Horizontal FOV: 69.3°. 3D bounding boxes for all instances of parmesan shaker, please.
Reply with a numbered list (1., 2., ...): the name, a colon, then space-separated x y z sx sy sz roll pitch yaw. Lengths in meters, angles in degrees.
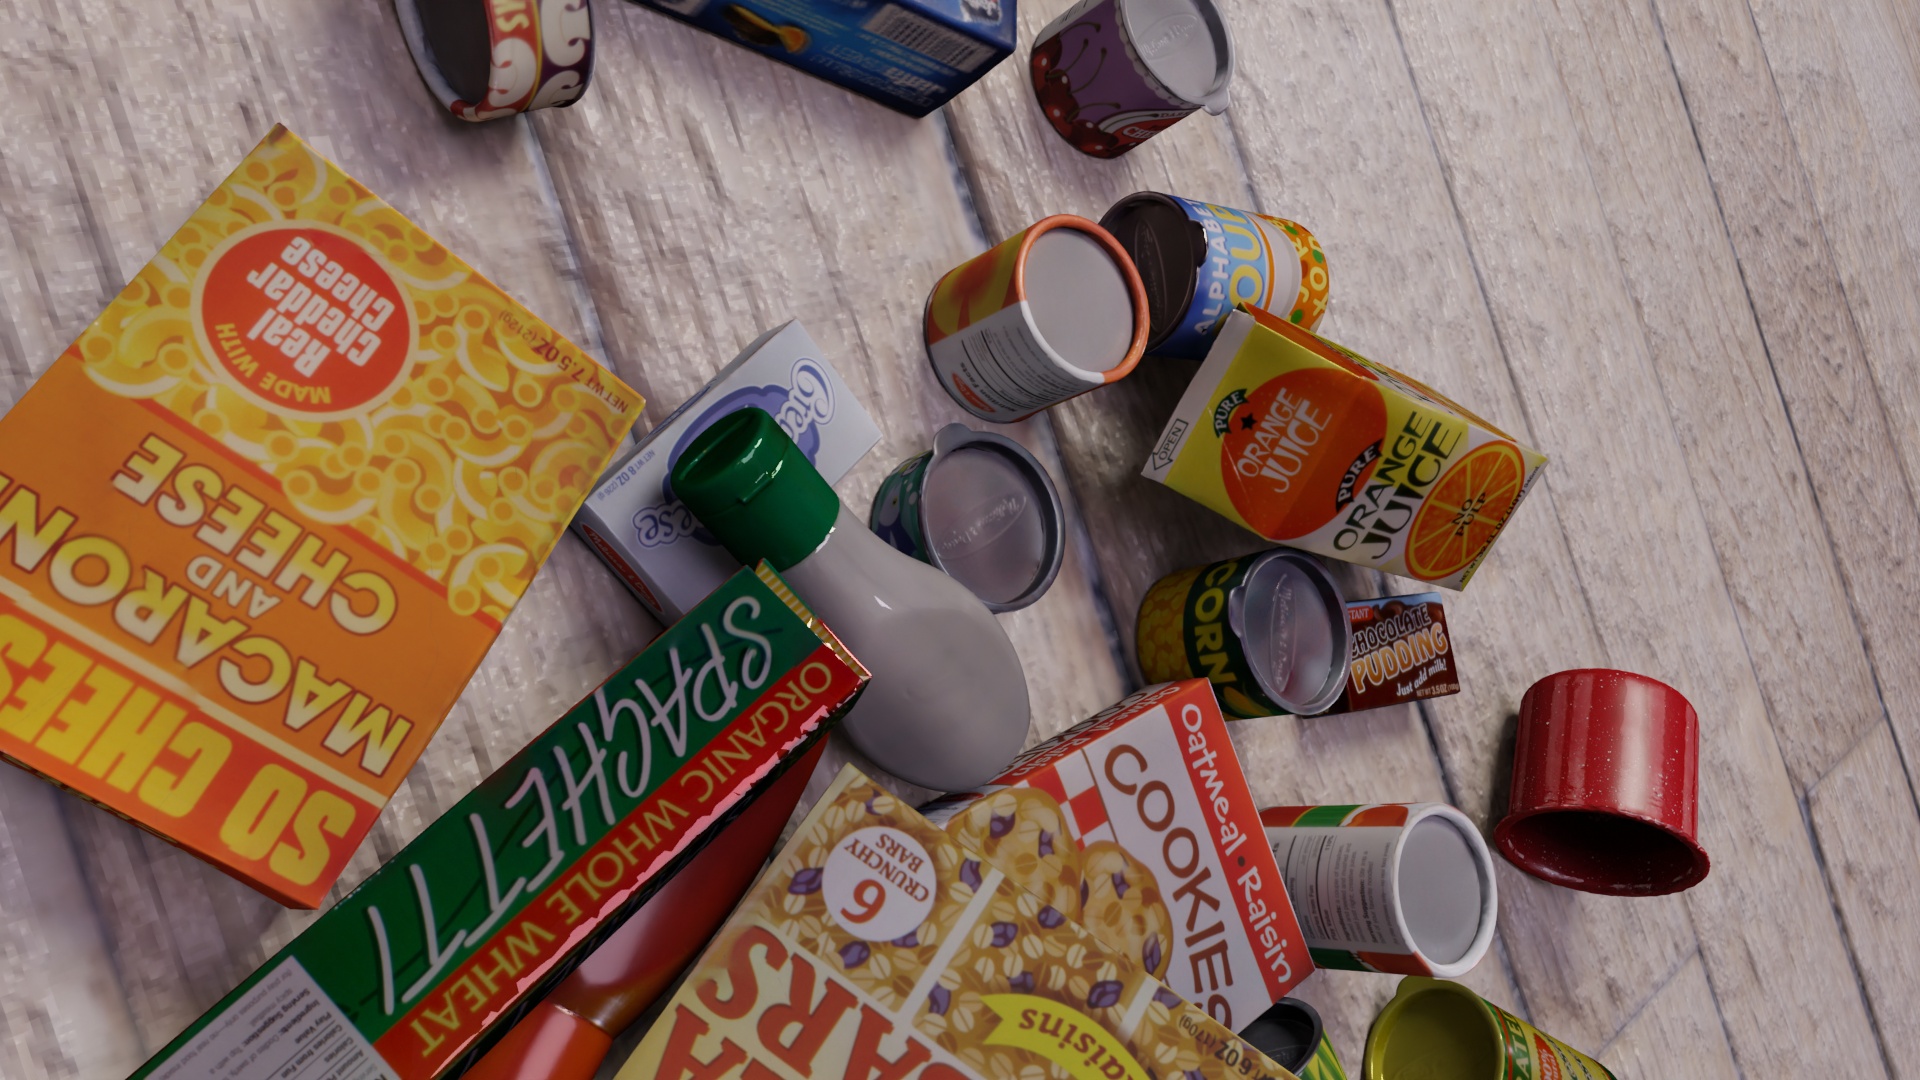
1. parmesan shaker: 0.233 0.236 0.598 0.103 0.071 0.071 32 62 -27

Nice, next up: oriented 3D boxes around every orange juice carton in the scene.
1. orange juice carton: 0.152 -0.039 0.570 0.193 0.073 0.071 12 113 -42

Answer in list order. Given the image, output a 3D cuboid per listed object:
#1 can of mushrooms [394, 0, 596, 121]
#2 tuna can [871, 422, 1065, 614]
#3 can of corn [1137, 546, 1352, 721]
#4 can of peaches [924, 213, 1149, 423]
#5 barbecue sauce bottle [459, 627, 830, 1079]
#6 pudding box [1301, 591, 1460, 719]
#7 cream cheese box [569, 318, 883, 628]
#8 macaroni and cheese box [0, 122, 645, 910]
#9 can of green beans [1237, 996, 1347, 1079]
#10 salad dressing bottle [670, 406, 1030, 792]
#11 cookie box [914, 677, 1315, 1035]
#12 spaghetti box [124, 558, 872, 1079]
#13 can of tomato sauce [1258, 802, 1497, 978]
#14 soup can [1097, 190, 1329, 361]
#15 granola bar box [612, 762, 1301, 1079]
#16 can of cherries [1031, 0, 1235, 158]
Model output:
1. can of mushrooms: -0.139 -0.161 0.413 0.033 0.071 0.071 -25 95 -36
2. tuna can: 0.002 -0.006 0.505 0.071 0.032 0.071 10 73 -35
3. can of corn: 0.112 0.039 0.560 0.071 0.058 0.071 10 74 -35
4. can of peaches: 0.030 -0.086 0.530 0.071 0.058 0.071 9 74 -35
5. barbecue sauce bottle: -0.096 0.100 0.399 0.065 0.043 0.149 37 60 -17
6. pudding box: 0.187 0.051 0.632 0.084 0.030 0.049 -2 79 -37
7. cream cheese box: -0.075 -0.023 0.457 0.053 0.024 0.104 52 54 -17
8. macaroni and cheese box: -0.178 -0.007 0.366 0.123 0.040 0.167 39 58 -23
9. can of green beans: 0.114 0.213 0.514 0.071 0.071 0.057 -30 98 -38
10. salad dressing bottle: -0.032 0.021 0.443 0.064 0.044 0.147 -42 122 -6
11. cookie box: 0.044 0.136 0.498 0.168 0.040 0.123 -21 92 -37
12. spaghetti box: -0.126 0.101 0.347 0.050 0.028 0.251 44 65 8
13. can of tomato sauce: 0.161 0.139 0.557 0.071 0.083 0.071 9 74 -35
14. soup can: 0.105 -0.108 0.583 0.084 0.071 0.071 -1 80 -37
15. granola bar box: -0.002 0.160 0.383 0.166 0.039 0.125 33 64 7
16. can of cherries: 0.074 -0.202 0.591 0.071 0.058 0.071 11 72 -36
